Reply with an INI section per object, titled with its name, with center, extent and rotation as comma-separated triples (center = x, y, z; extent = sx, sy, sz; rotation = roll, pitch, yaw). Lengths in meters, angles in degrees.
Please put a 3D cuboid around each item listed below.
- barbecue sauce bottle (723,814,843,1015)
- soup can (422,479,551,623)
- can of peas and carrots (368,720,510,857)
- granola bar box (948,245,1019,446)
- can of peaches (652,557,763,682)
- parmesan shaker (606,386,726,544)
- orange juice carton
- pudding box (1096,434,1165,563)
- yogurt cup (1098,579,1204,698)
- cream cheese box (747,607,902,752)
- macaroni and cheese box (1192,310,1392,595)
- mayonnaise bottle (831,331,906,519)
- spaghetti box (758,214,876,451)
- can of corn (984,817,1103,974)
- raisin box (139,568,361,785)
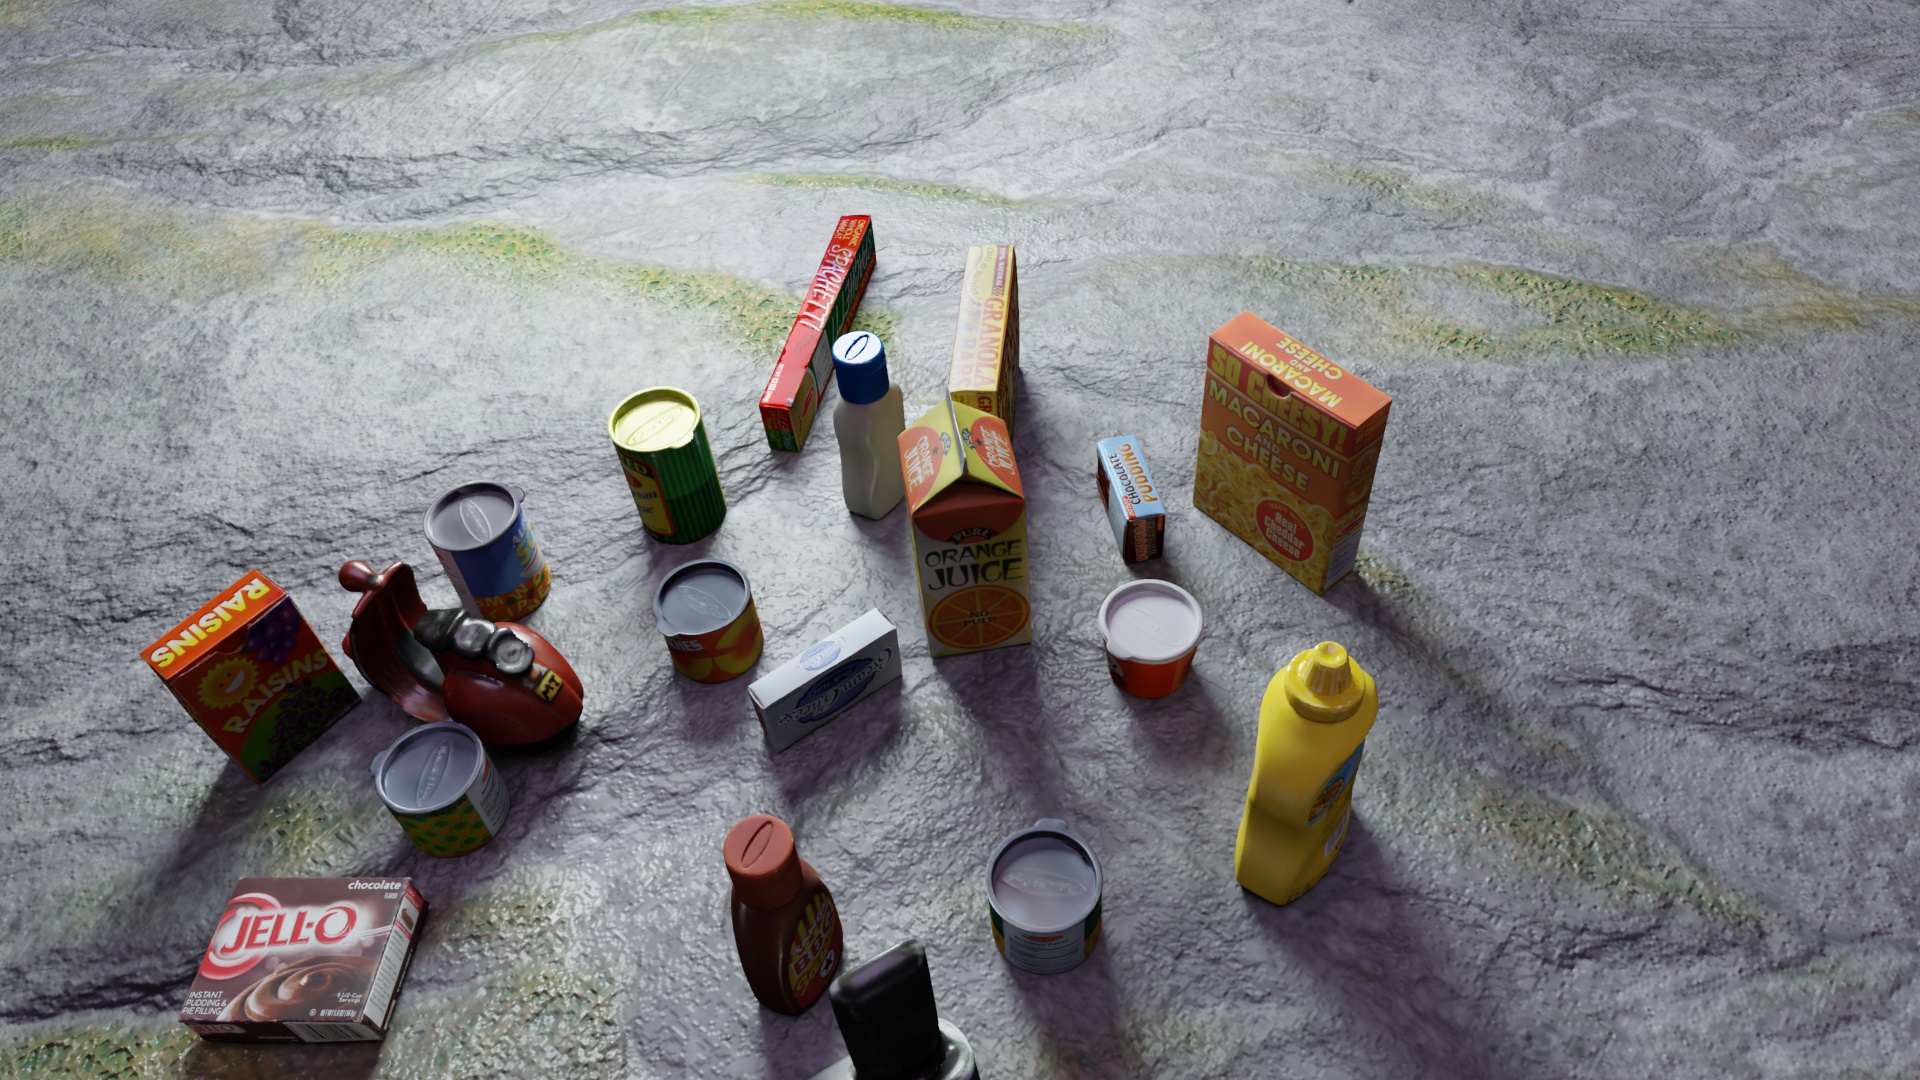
[barbecue sauce bottle]
center = -0.098, 0.201, 0.757
extent = 0.044, 0.147, 0.065
rotation = 17, 53, 18
[soup can]
center = -0.332, 0.008, 0.989
extent = 0.071, 0.083, 0.072
rotation = -2, 49, 3
[can of peas and carrots]
center = -0.327, 0.157, 0.874
extent = 0.071, 0.058, 0.071
rotation = -2, 49, 3
[granola bar box]
center = 0.020, -0.123, 1.047
extent = 0.039, 0.123, 0.166
rotation = 2, 49, 6
[can of peaches]
center = -0.173, 0.057, 0.950
extent = 0.071, 0.057, 0.071
rotation = -2, 49, 3
[parmesan shaker]
center = -0.212, -0.052, 1.018
extent = 0.071, 0.102, 0.072
rotation = -2, 49, 3
[orange juice carton]
center = 0.003, -0.011, 0.905
extent = 0.073, 0.191, 0.072
rotation = -9, 49, -3
[pudding box]
center = 0.122, -0.031, 1.007
extent = 0.030, 0.049, 0.084
rotation = -11, 49, -5
[yogurt cup]
center = 0.125, 0.067, 0.918
extent = 0.072, 0.053, 0.073
rotation = -2, 49, 3
[cream cheese box]
center = -0.087, 0.092, 0.915
extent = 0.104, 0.053, 0.024
rotation = -32, 54, -21
[macaroni and cheese box]
center = 0.220, -0.057, 0.944
extent = 0.040, 0.165, 0.124
rotation = -35, 55, -23
[mayonnaise bottle]
center = -0.066, -0.085, 1.004
extent = 0.041, 0.147, 0.065
rotation = 19, 53, 20
[spaghetti box]
center = -0.114, -0.179, 1.155
extent = 0.029, 0.050, 0.251
rotation = 7, 50, 11
[can of corn]
center = 0.049, 0.206, 0.801
extent = 0.071, 0.058, 0.071
rotation = -2, 49, 3
[raisin box]
center = -0.457, 0.090, 0.901
extent = 0.040, 0.122, 0.086
rotation = 29, 57, 27
